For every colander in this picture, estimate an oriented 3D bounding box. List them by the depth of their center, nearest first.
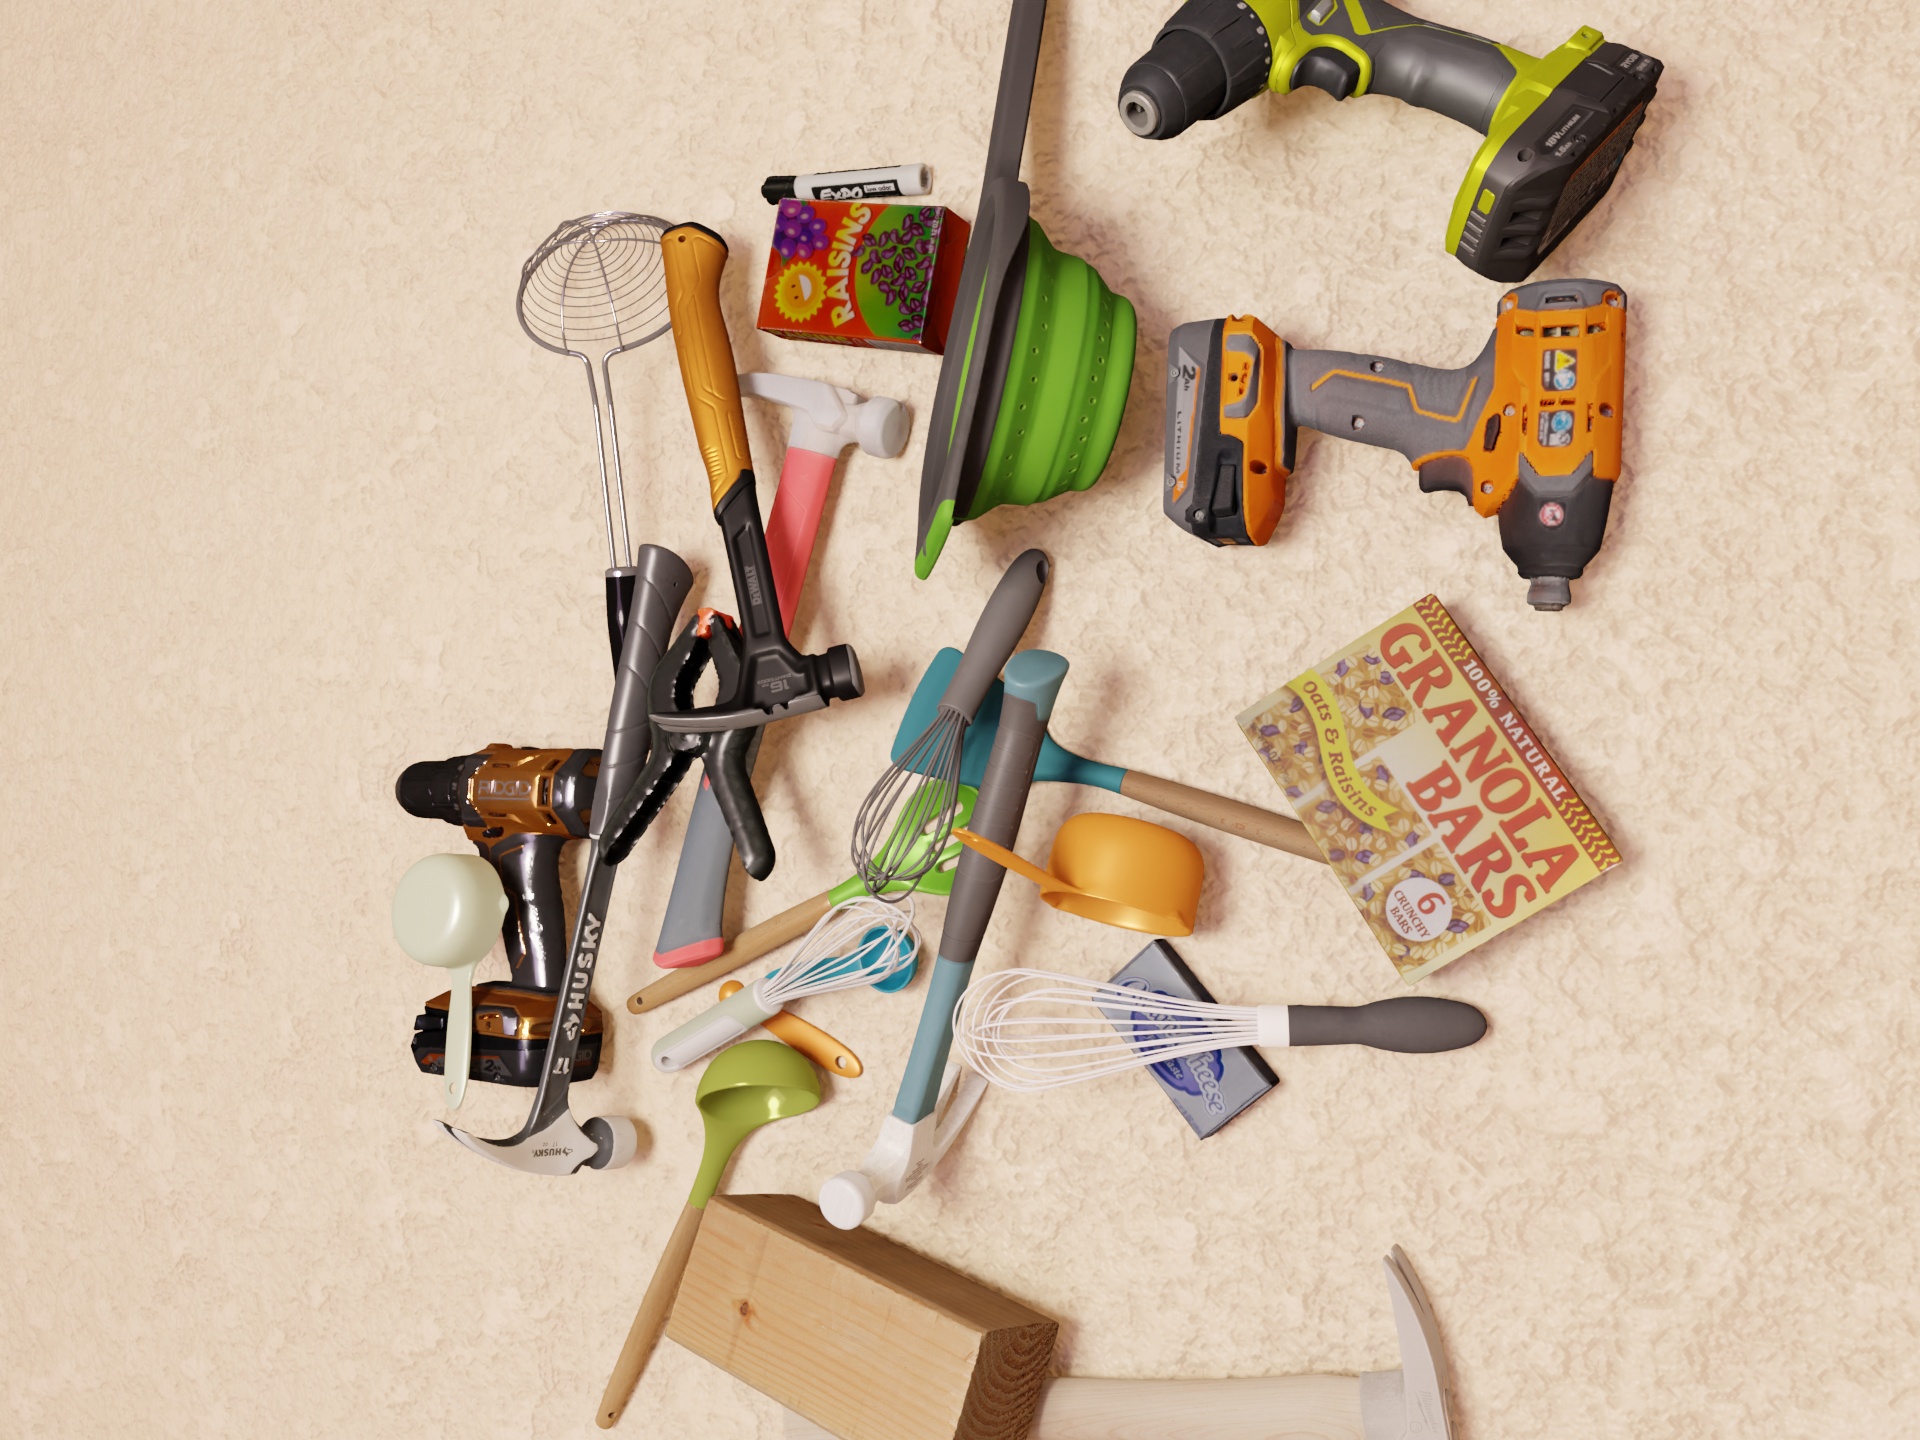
[{"bbox_3d":[0.054,-0.269,0.914,0.094,0.204,0.397,11,76,-7],"label":"colander"}]

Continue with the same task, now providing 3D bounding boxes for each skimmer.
[{"bbox_3d":[-0.227,-0.164,1.084,0.127,0.090,0.363,-4,98,6],"label":"skimmer"}]

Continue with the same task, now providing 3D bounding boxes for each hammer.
[{"bbox_3d":[0.002,0.120,0.896,0.033,0.128,0.331,21,104,24],"label":"hammer"},{"bbox_3d":[0.074,0.389,0.918,0.410,0.038,0.146,-12,82,26],"label":"hammer"},{"bbox_3d":[-0.152,-0.158,0.987,0.127,0.034,0.337,-13,74,3],"label":"hammer"},{"bbox_3d":[-0.234,0.088,1.022,0.036,0.149,0.409,8,85,35],"label":"hammer"},{"bbox_3d":[-0.147,-0.030,1.027,0.143,0.038,0.386,17,93,27],"label":"hammer"}]

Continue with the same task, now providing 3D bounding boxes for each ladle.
[{"bbox_3d":[-0.176,0.343,1.034,0.320,0.078,0.062,-66,30,15],"label":"ladle"}]

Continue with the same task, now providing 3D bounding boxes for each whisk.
[{"bbox_3d":[0.136,0.164,0.858,0.284,0.070,0.070,-3,87,9],"label":"whisk"},{"bbox_3d":[0.000,-0.002,0.913,0.055,0.055,0.239,15,65,26],"label":"whisk"},{"bbox_3d":[-0.115,0.170,0.995,0.246,0.059,0.057,-34,116,32],"label":"whisk"}]

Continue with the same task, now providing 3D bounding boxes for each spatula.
[{"bbox_3d":[0.115,0.040,0.903,0.318,0.044,0.082,17,72,24],"label":"spatula"}]

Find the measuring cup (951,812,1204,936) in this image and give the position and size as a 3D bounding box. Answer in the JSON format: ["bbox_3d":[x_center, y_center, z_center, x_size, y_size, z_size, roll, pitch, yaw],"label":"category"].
[{"bbox_3d":[0.063,0.069,0.862,0.095,0.173,0.052,-1,67,48],"label":"measuring cup"}]

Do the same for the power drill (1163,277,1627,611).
[{"bbox_3d":[0.226,-0.139,0.835,0.226,0.084,0.164,2,89,22],"label":"power drill"}]

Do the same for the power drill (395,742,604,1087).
[{"bbox_3d":[-0.324,0.128,1.101,0.185,0.084,0.226,0,85,29],"label":"power drill"}]

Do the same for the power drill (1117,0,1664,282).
[{"bbox_3d":[0.210,-0.318,0.805,0.229,0.080,0.190,35,63,19],"label":"power drill"}]

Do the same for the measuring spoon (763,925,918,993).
[{"bbox_3d":[-0.076,0.158,1.013,0.128,0.021,0.042,-18,83,34],"label":"measuring spoon"}]

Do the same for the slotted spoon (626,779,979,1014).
[{"bbox_3d":[-0.100,0.123,1.017,0.314,0.031,0.070,-30,75,24],"label":"slotted spoon"}]

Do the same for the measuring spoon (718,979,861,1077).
[{"bbox_3d":[-0.112,0.200,1.028,0.117,0.011,0.021,26,100,25],"label":"measuring spoon"}]

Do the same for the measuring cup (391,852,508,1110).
[{"bbox_3d":[-0.338,0.168,1.034,0.083,0.038,0.168,-12,73,28],"label":"measuring cup"}]
